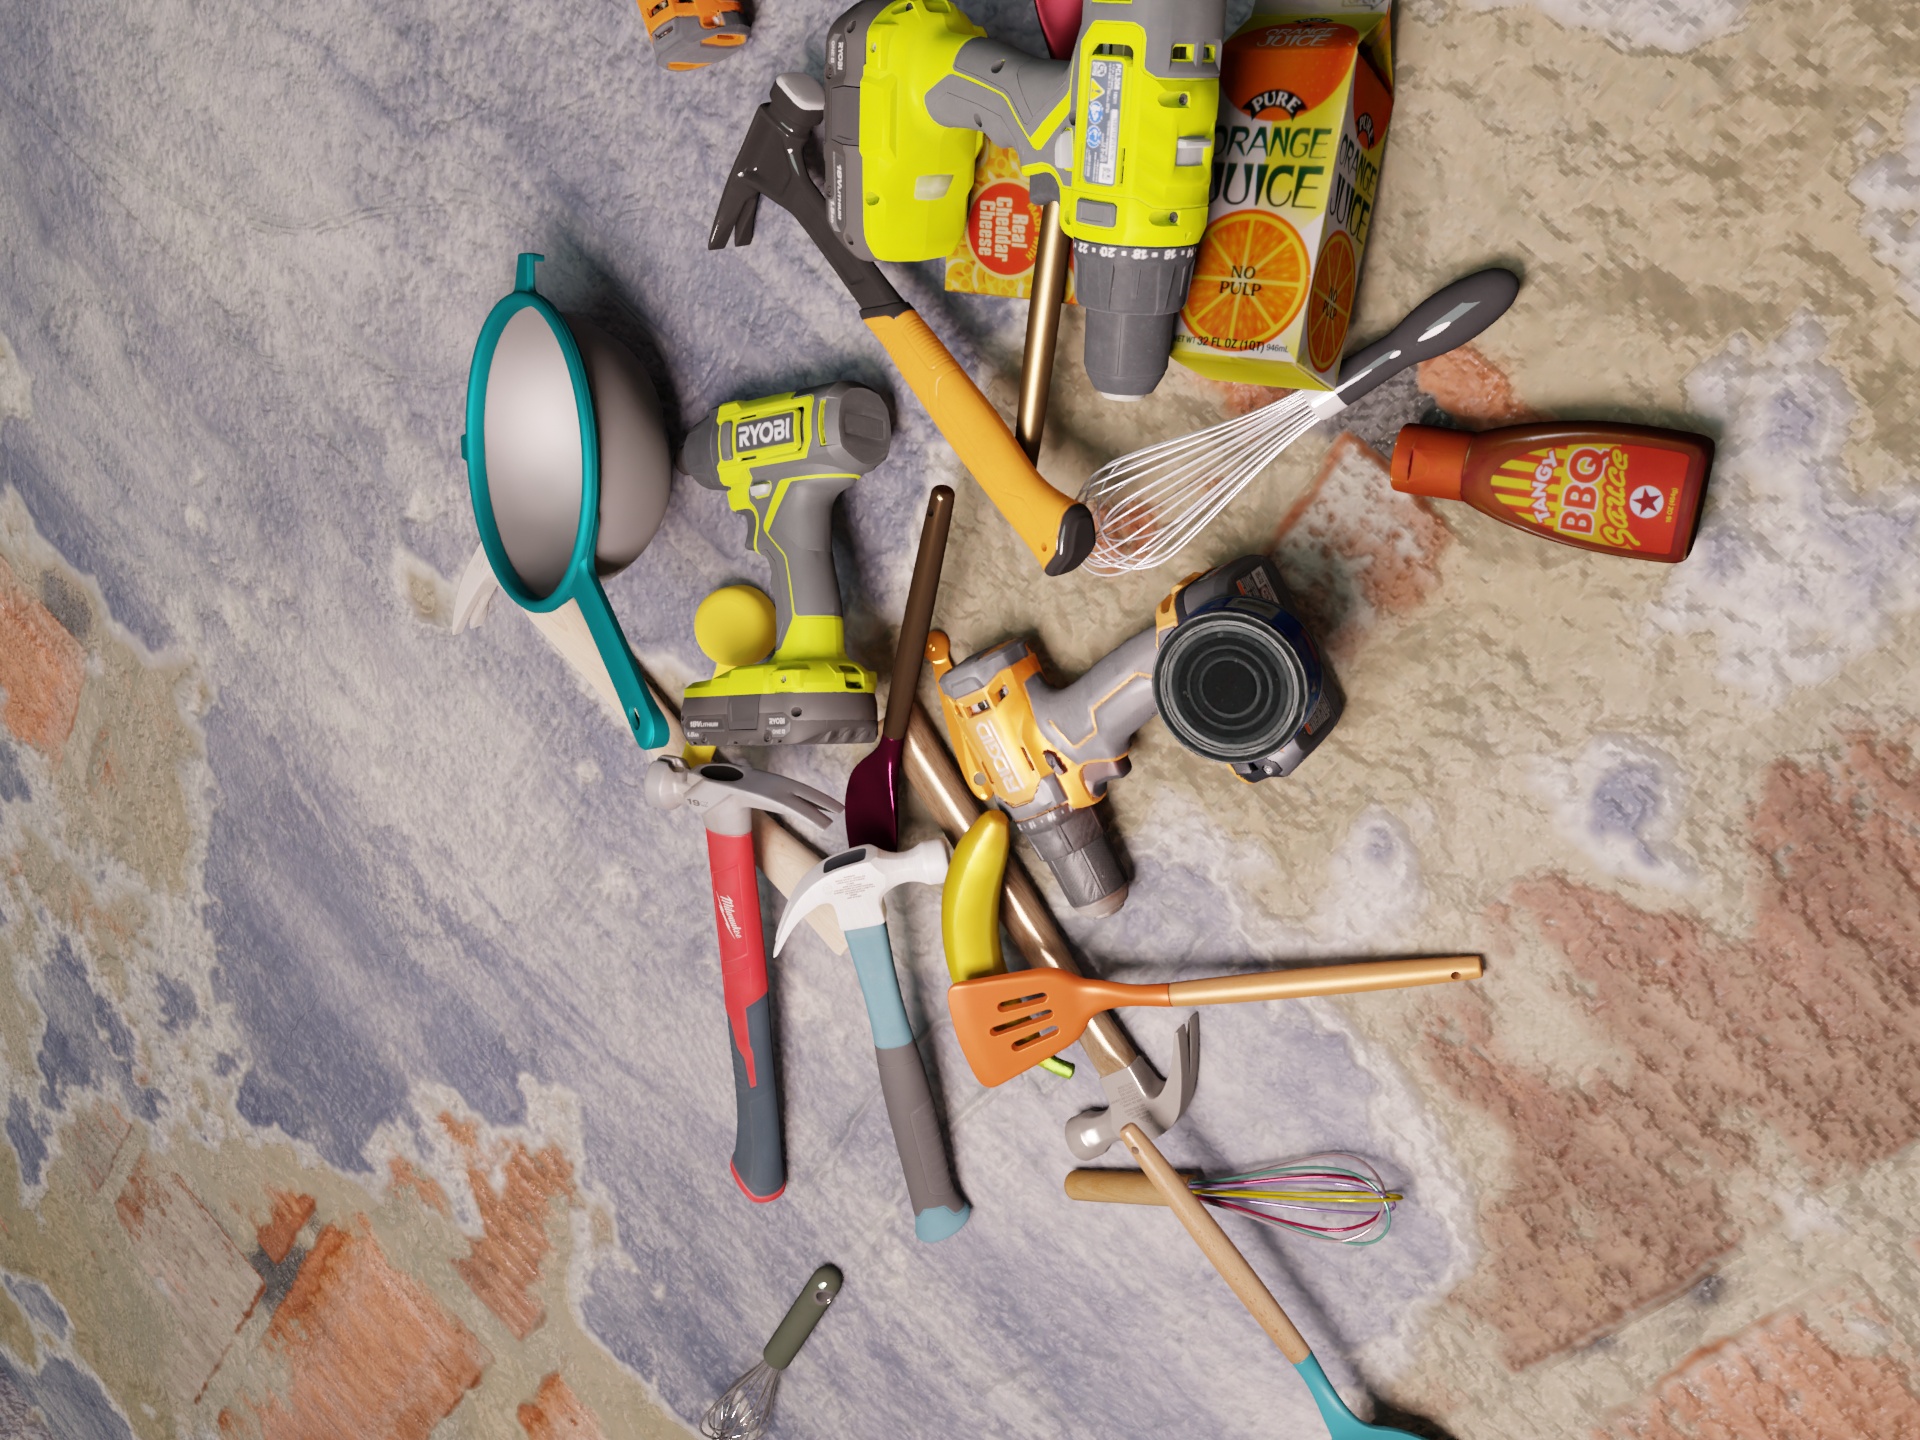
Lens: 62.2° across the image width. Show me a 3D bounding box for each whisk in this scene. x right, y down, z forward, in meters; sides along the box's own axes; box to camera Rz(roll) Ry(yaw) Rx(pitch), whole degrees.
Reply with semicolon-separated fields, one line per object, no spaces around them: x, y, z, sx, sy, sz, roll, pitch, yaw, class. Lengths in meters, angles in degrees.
0.173;0.310;1.040;0.245;0.047;0.051;-10;103;38;whisk
0.170;-0.160;0.862;0.284;0.070;0.070;-30;90;31;whisk
-0.155;0.532;1.321;0.057;0.059;0.246;20;119;-18;whisk

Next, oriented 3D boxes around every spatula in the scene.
0.151;0.171;0.970;0.322;0.041;0.081;-10;111;23;spatula
0.205;0.381;1.022;0.082;0.044;0.317;-36;92;38;spatula

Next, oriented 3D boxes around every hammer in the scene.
-0.042;0.233;1.108;0.128;0.033;0.330;-9;116;4;hammer
-0.221;0.018;1.177;0.411;0.038;0.146;47;126;9;hammer
0.045;0.133;1.057;0.130;0.031;0.331;-33;88;36;hammer
-0.034;-0.216;0.932;0.337;0.034;0.127;55;137;15;hammer
-0.143;0.207;1.165;0.143;0.038;0.386;11;121;22;hammer

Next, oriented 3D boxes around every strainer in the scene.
-0.228;-0.129;1.053;0.211;0.095;0.341;-52;57;44;strainer

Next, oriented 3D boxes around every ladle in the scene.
0.052;-0.268;0.860;0.069;0.031;0.315;30;125;37;ladle

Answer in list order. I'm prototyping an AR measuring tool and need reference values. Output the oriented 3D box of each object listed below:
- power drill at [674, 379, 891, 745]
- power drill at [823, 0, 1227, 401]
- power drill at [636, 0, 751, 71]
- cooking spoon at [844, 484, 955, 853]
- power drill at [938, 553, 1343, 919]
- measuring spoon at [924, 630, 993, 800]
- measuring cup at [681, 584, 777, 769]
-0.122;-0.095;1.025;0.171;0.080;0.223;-2;88;40;power drill
0.031;-0.274;0.802;0.229;0.080;0.190;27;124;42;power drill
-0.117;-0.494;0.902;0.226;0.084;0.164;-14;99;38;power drill
-0.038;-0.012;1.014;0.069;0.017;0.318;49;141;37;cooking spoon
0.110;0.017;0.949;0.226;0.084;0.185;-22;97;39;power drill
-0.002;-0.003;1.034;0.021;0.011;0.117;-20;85;10;measuring spoon
-0.174;-0.020;1.110;0.062;0.029;0.156;22;99;13;measuring cup
